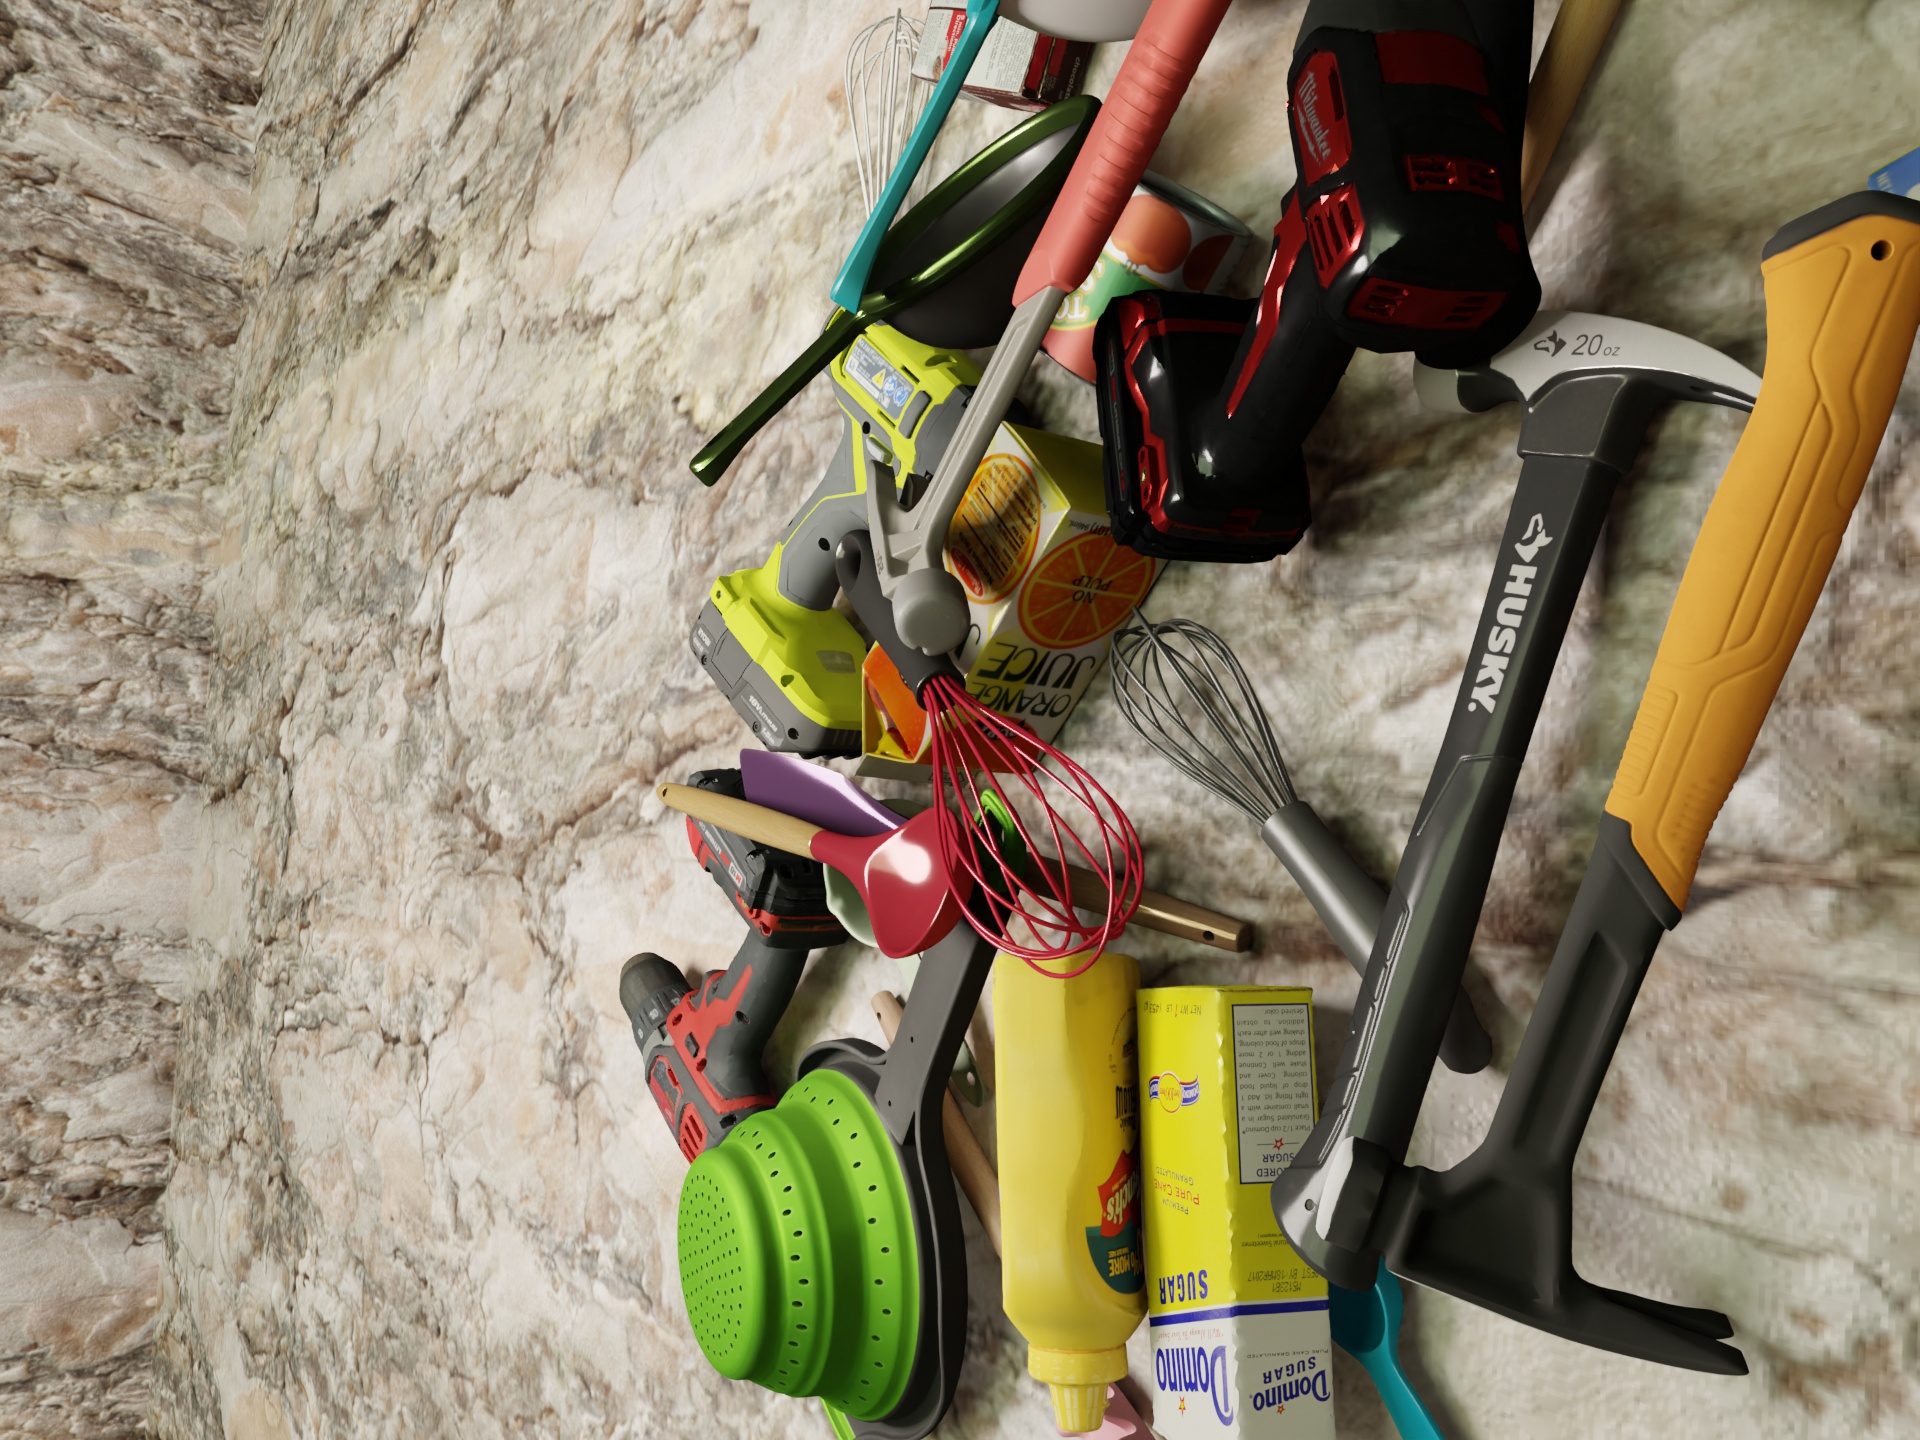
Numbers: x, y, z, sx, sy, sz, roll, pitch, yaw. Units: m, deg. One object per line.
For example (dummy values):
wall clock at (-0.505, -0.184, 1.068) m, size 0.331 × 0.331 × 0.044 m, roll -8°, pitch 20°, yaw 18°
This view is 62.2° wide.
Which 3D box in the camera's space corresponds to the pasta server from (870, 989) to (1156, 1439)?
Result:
pasta server at (0.017, 0.246, 0.751) m, size 0.317 × 0.040 × 0.060 m, roll 56°, pitch 137°, yaw 43°

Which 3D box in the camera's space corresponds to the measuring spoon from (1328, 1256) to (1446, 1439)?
measuring spoon at (0.168, 0.246, 0.570) m, size 0.129 × 0.021 × 0.042 m, roll 62°, pitch 145°, yaw 25°

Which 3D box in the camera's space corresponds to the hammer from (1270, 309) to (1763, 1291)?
hammer at (0.175, 0.028, 0.533) m, size 0.146 × 0.035 × 0.335 m, roll 18°, pitch 92°, yaw 53°

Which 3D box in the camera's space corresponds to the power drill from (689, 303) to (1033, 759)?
power drill at (-0.048, -0.093, 0.850) m, size 0.171 × 0.080 × 0.223 m, roll 49°, pitch 121°, yaw 34°

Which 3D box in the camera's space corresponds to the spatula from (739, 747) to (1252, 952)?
spatula at (0.001, 0.065, 0.759) m, size 0.316 × 0.018 × 0.059 m, roll 12°, pitch 119°, yaw 41°

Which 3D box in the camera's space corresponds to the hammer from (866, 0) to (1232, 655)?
hammer at (0.048, -0.203, 0.625) m, size 0.149 × 0.036 × 0.359 m, roll -101°, pitch 34°, yaw -53°

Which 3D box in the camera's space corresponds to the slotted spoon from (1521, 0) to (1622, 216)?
slotted spoon at (0.238, -0.306, 0.534) m, size 0.070 × 0.031 × 0.313 m, roll 50°, pitch 127°, yaw 55°

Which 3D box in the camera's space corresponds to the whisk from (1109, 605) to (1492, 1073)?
whisk at (0.128, 0.039, 0.622) m, size 0.239 × 0.055 × 0.055 m, roll 56°, pitch 129°, yaw 35°

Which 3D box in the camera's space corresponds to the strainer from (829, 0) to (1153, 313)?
strainer at (0.062, -0.309, 0.667) m, size 0.340 × 0.095 × 0.211 m, roll -60°, pitch 8°, yaw 13°

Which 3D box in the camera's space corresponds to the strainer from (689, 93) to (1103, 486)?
strainer at (-0.016, -0.187, 0.757) m, size 0.256 × 0.069 × 0.152 m, roll -44°, pitch 25°, yaw -1°

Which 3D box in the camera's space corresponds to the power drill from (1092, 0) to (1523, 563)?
power drill at (0.116, -0.158, 0.563) m, size 0.219 × 0.078 × 0.143 m, roll 121°, pitch 149°, yaw -66°

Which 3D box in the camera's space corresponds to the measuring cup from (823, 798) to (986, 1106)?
measuring cup at (-0.015, 0.117, 0.821) m, size 0.083 × 0.038 × 0.168 m, roll -40°, pitch 69°, yaw 41°

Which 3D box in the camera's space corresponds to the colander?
colander at (-0.063, 0.202, 0.772) m, size 0.205 × 0.094 × 0.396 m, roll 53°, pitch 134°, yaw 46°

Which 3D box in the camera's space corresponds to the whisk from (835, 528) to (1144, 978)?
whisk at (-0.001, -0.002, 0.675) m, size 0.073 × 0.073 × 0.296 m, roll -63°, pitch 35°, yaw 26°

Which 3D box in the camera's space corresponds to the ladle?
ladle at (-0.082, 0.058, 0.783) m, size 0.315 × 0.031 × 0.069 m, roll 11°, pitch 77°, yaw 55°

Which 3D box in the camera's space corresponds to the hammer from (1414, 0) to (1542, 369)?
hammer at (0.188, -0.325, 0.569) m, size 0.149 × 0.036 × 0.409 m, roll -6°, pitch 76°, yaw 57°

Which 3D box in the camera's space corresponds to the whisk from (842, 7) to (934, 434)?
whisk at (-0.045, -0.277, 0.905) m, size 0.059 × 0.058 × 0.246 m, roll -104°, pitch 20°, yaw -85°

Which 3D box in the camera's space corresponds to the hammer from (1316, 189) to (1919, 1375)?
hammer at (0.212, 0.023, 0.457) m, size 0.127 × 0.034 × 0.337 m, roll 18°, pitch 103°, yaw 13°

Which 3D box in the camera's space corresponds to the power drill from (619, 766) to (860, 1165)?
power drill at (-0.142, 0.139, 0.952) m, size 0.188 × 0.080 × 0.226 m, roll 45°, pitch 124°, yaw 47°
